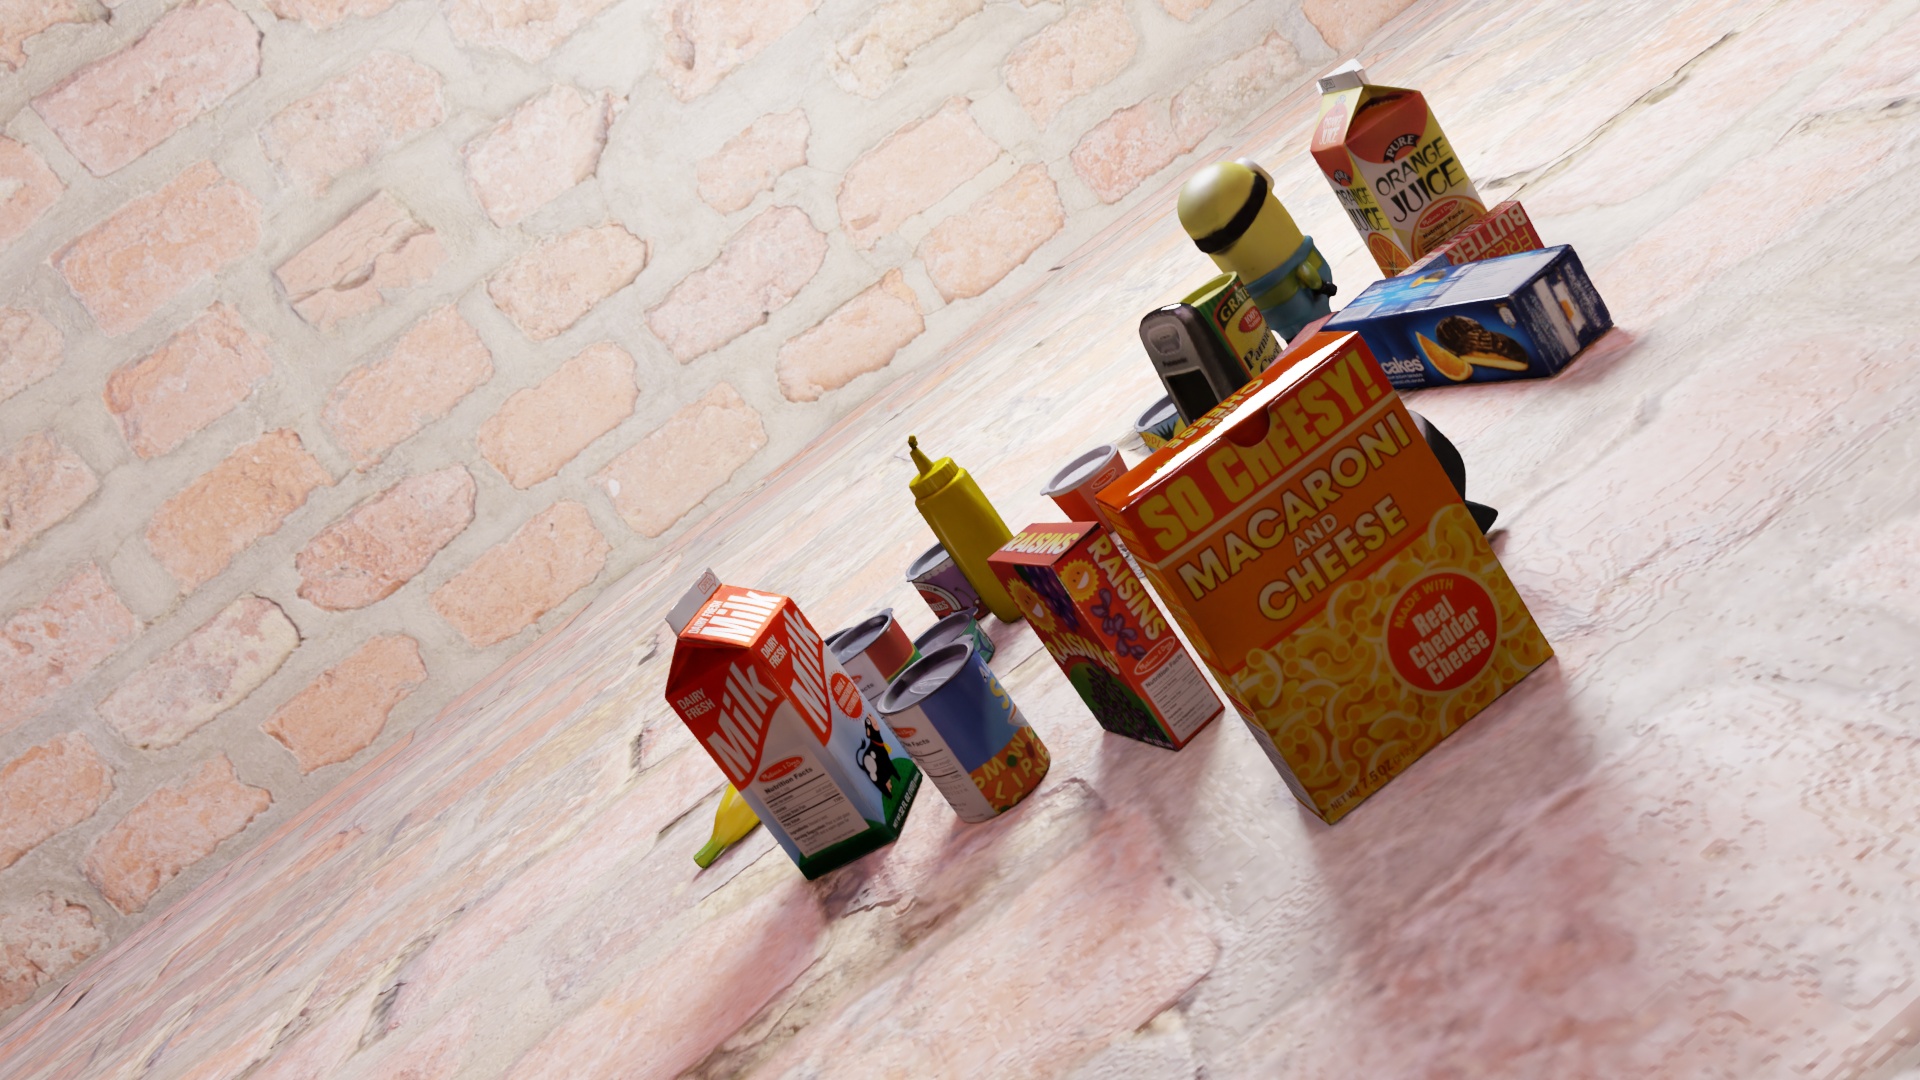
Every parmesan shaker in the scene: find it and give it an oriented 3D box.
[{"bbox_3d":[0.226,-0.161,1.144,0.071,0.103,0.071,-33,13,9],"label":"parmesan shaker"}]

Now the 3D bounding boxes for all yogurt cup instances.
[{"bbox_3d":[0.109,-0.038,1.108,0.072,0.054,0.072,-33,14,9],"label":"yogurt cup"}]

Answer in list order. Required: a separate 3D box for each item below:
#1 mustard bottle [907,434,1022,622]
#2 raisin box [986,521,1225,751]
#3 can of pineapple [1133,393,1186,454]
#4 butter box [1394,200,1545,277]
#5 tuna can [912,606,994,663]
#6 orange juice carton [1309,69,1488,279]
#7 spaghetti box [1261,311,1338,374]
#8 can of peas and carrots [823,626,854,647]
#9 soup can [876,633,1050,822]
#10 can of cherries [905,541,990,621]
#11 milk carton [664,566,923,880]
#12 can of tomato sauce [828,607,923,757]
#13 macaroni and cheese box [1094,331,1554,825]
[{"bbox_3d":[0.004,-0.013,1.051,0.049,0.160,0.065,-34,13,5],"label":"mustard bottle"},{"bbox_3d":[0.076,0.049,0.744,0.040,0.123,0.086,-39,14,-16],"label":"raisin box"},{"bbox_3d":[0.178,-0.083,1.091,0.071,0.057,0.071,-33,13,9],"label":"can of pineapple"},{"bbox_3d":[0.376,-0.200,1.021,0.103,0.053,0.024,-36,13,-1],"label":"butter box"},{"bbox_3d":[-0.008,0.083,1.024,0.071,0.032,0.071,-33,14,9],"label":"tuna can"},{"bbox_3d":[0.340,-0.281,1.083,0.073,0.192,0.072,-35,13,1],"label":"orange juice carton"},{"bbox_3d":[0.218,-0.081,1.003,0.251,0.050,0.028,-44,16,-33],"label":"spaghetti box"},{"bbox_3d":[-0.092,0.111,1.075,0.071,0.058,0.071,-33,13,9],"label":"can of peas and carrots"},{"bbox_3d":[0.005,0.108,0.800,0.071,0.083,0.071,-33,13,9],"label":"soup can"},{"bbox_3d":[-0.003,0.033,1.127,0.071,0.058,0.072,-33,13,9],"label":"can of cherries"},{"bbox_3d":[-0.112,0.106,0.857,0.073,0.190,0.073,-30,14,23],"label":"milk carton"},{"bbox_3d":[-0.050,0.100,0.957,0.071,0.083,0.071,-33,13,9],"label":"can of tomato sauce"},{"bbox_3d":[0.154,0.015,0.581,0.124,0.166,0.040,-36,13,-4],"label":"macaroni and cheese box"}]
